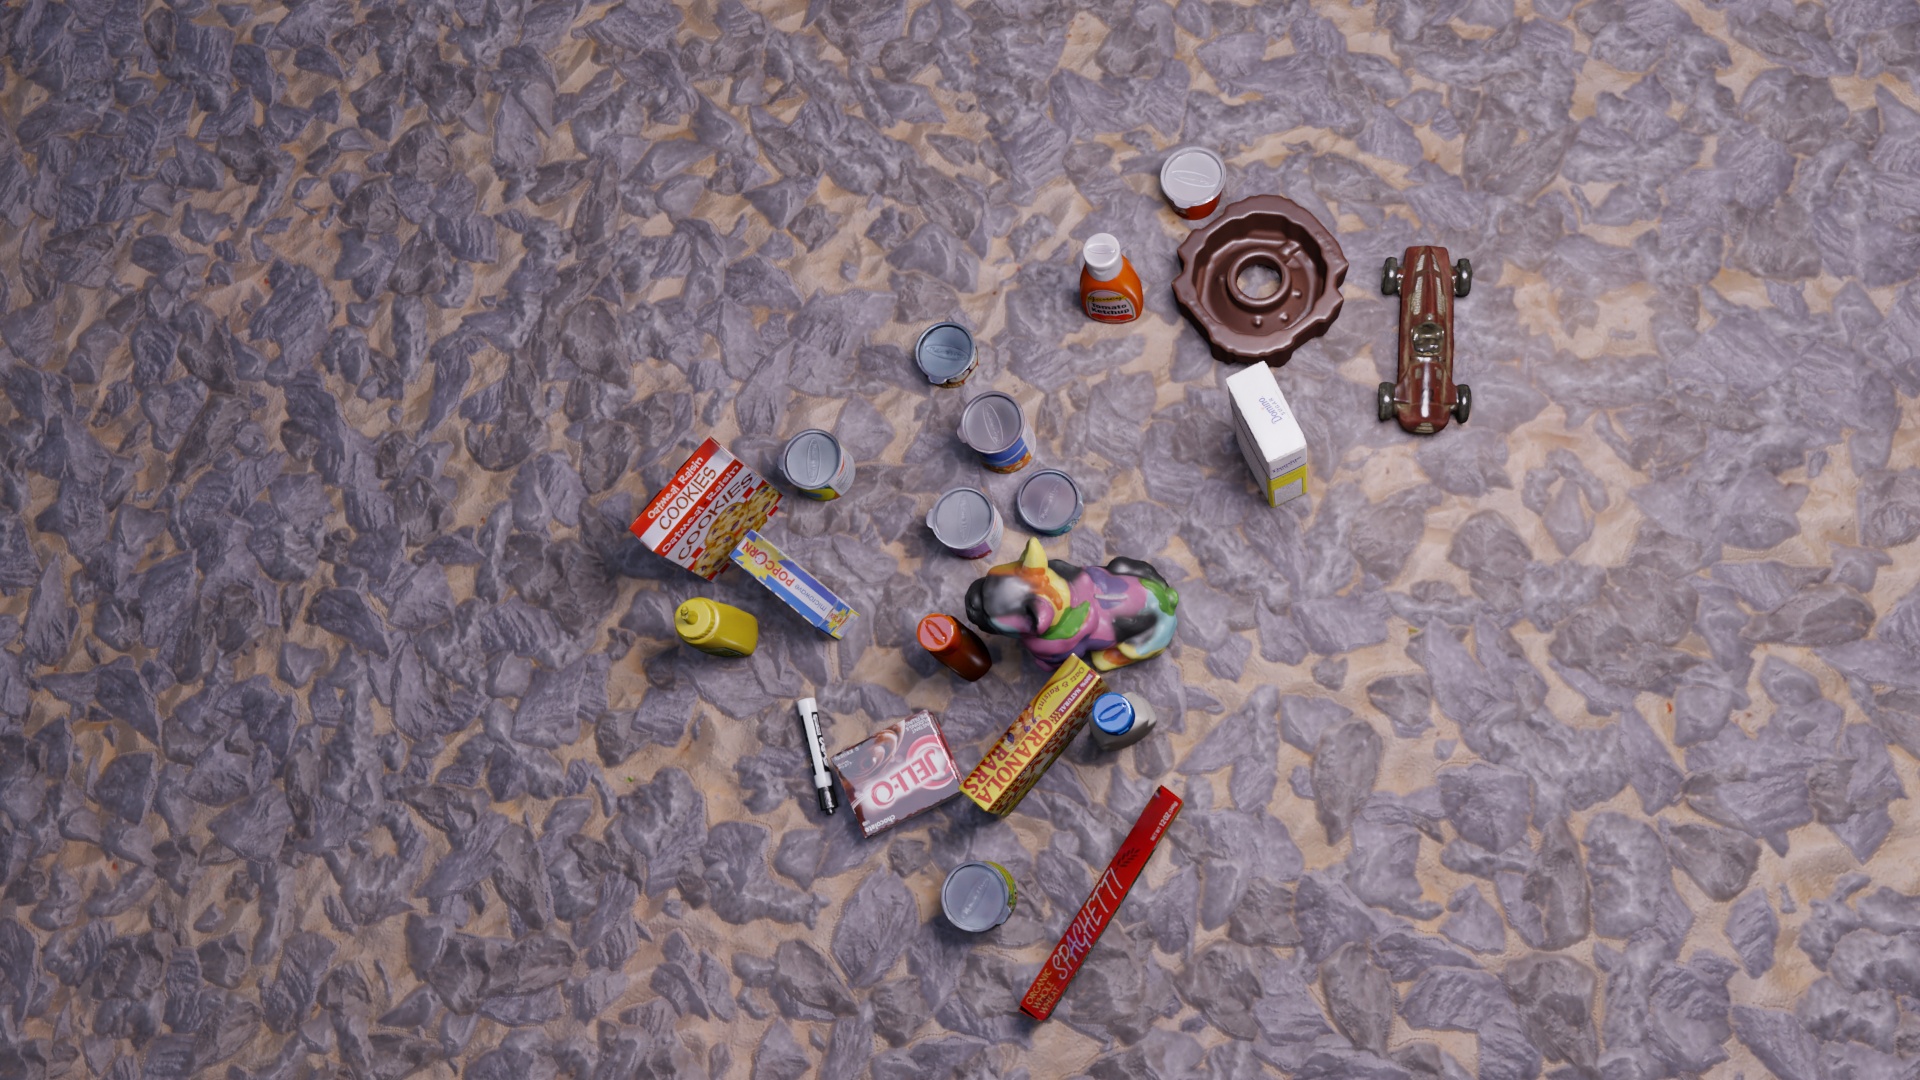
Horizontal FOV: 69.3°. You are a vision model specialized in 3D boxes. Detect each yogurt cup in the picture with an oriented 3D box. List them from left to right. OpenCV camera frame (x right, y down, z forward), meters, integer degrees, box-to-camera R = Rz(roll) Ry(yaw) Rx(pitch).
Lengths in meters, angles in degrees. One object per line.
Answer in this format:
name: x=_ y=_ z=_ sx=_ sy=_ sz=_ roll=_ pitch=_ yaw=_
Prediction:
yogurt cup: x=0.248 y=-0.376 z=1.476 sx=0.072 sy=0.054 sz=0.072 roll=-3 pitch=77 yaw=11

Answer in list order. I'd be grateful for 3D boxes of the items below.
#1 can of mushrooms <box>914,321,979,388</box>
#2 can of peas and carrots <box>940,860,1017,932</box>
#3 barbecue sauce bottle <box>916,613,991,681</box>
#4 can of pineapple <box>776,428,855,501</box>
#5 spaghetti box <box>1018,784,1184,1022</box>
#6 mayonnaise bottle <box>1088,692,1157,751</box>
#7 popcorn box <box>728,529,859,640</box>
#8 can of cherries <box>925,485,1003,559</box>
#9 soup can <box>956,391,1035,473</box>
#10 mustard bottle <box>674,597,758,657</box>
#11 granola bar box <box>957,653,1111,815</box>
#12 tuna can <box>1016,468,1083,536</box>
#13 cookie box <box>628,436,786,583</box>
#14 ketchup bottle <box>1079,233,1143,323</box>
can of mushrooms: x=-0.014 y=-0.197 z=1.496 sx=0.071 sy=0.033 sz=0.071 roll=-2 pitch=76 yaw=11
can of peas and carrots: x=0.021 y=0.345 z=1.346 sx=0.071 sy=0.058 sz=0.071 roll=-3 pitch=77 yaw=11
barbecue sauce bottle: x=-0.009 y=0.101 z=1.364 sx=0.043 sy=0.148 sz=0.065 roll=-41 pitch=73 yaw=0
can of pineapple: x=-0.152 y=-0.080 z=1.483 sx=0.071 sy=0.058 sz=0.071 roll=-3 pitch=77 yaw=11
spaghetti box: x=0.136 y=0.346 z=1.328 sx=0.029 sy=0.050 sz=0.250 roll=32 pitch=85 yaw=16
mayonnaise bottle: x=0.150 y=0.169 z=1.316 sx=0.065 sy=0.148 sz=0.041 roll=-30 pitch=73 yaw=3
popcorn box: x=-0.171 y=0.047 z=1.442 sx=0.127 sy=0.085 sz=0.038 roll=37 pitch=87 yaw=17
can of cherries: x=0.005 y=-0.018 z=1.436 sx=0.071 sy=0.058 sz=0.071 roll=-3 pitch=77 yaw=11
soup can: x=0.038 y=-0.110 z=1.439 sx=0.071 sy=0.083 sz=0.071 roll=-3 pitch=77 yaw=11
mustard bottle: x=-0.255 y=0.087 z=1.410 sx=0.065 sy=0.160 sz=0.049 roll=1 pitch=78 yaw=12
granola bar box: x=0.076 y=0.190 z=1.338 sx=0.039 sy=0.124 sz=0.165 roll=40 pitch=87 yaw=17
tuna can: x=0.095 y=-0.038 z=1.437 sx=0.071 sy=0.033 sz=0.071 roll=-2 pitch=76 yaw=11
cookie box: x=-0.258 y=-0.029 z=1.434 sx=0.040 sy=0.167 sz=0.123 roll=39 pitch=87 yaw=17
ketchup bottle: x=0.151 y=-0.268 z=1.420 sx=0.065 sy=0.148 sz=0.043 roll=4 pitch=78 yaw=12
